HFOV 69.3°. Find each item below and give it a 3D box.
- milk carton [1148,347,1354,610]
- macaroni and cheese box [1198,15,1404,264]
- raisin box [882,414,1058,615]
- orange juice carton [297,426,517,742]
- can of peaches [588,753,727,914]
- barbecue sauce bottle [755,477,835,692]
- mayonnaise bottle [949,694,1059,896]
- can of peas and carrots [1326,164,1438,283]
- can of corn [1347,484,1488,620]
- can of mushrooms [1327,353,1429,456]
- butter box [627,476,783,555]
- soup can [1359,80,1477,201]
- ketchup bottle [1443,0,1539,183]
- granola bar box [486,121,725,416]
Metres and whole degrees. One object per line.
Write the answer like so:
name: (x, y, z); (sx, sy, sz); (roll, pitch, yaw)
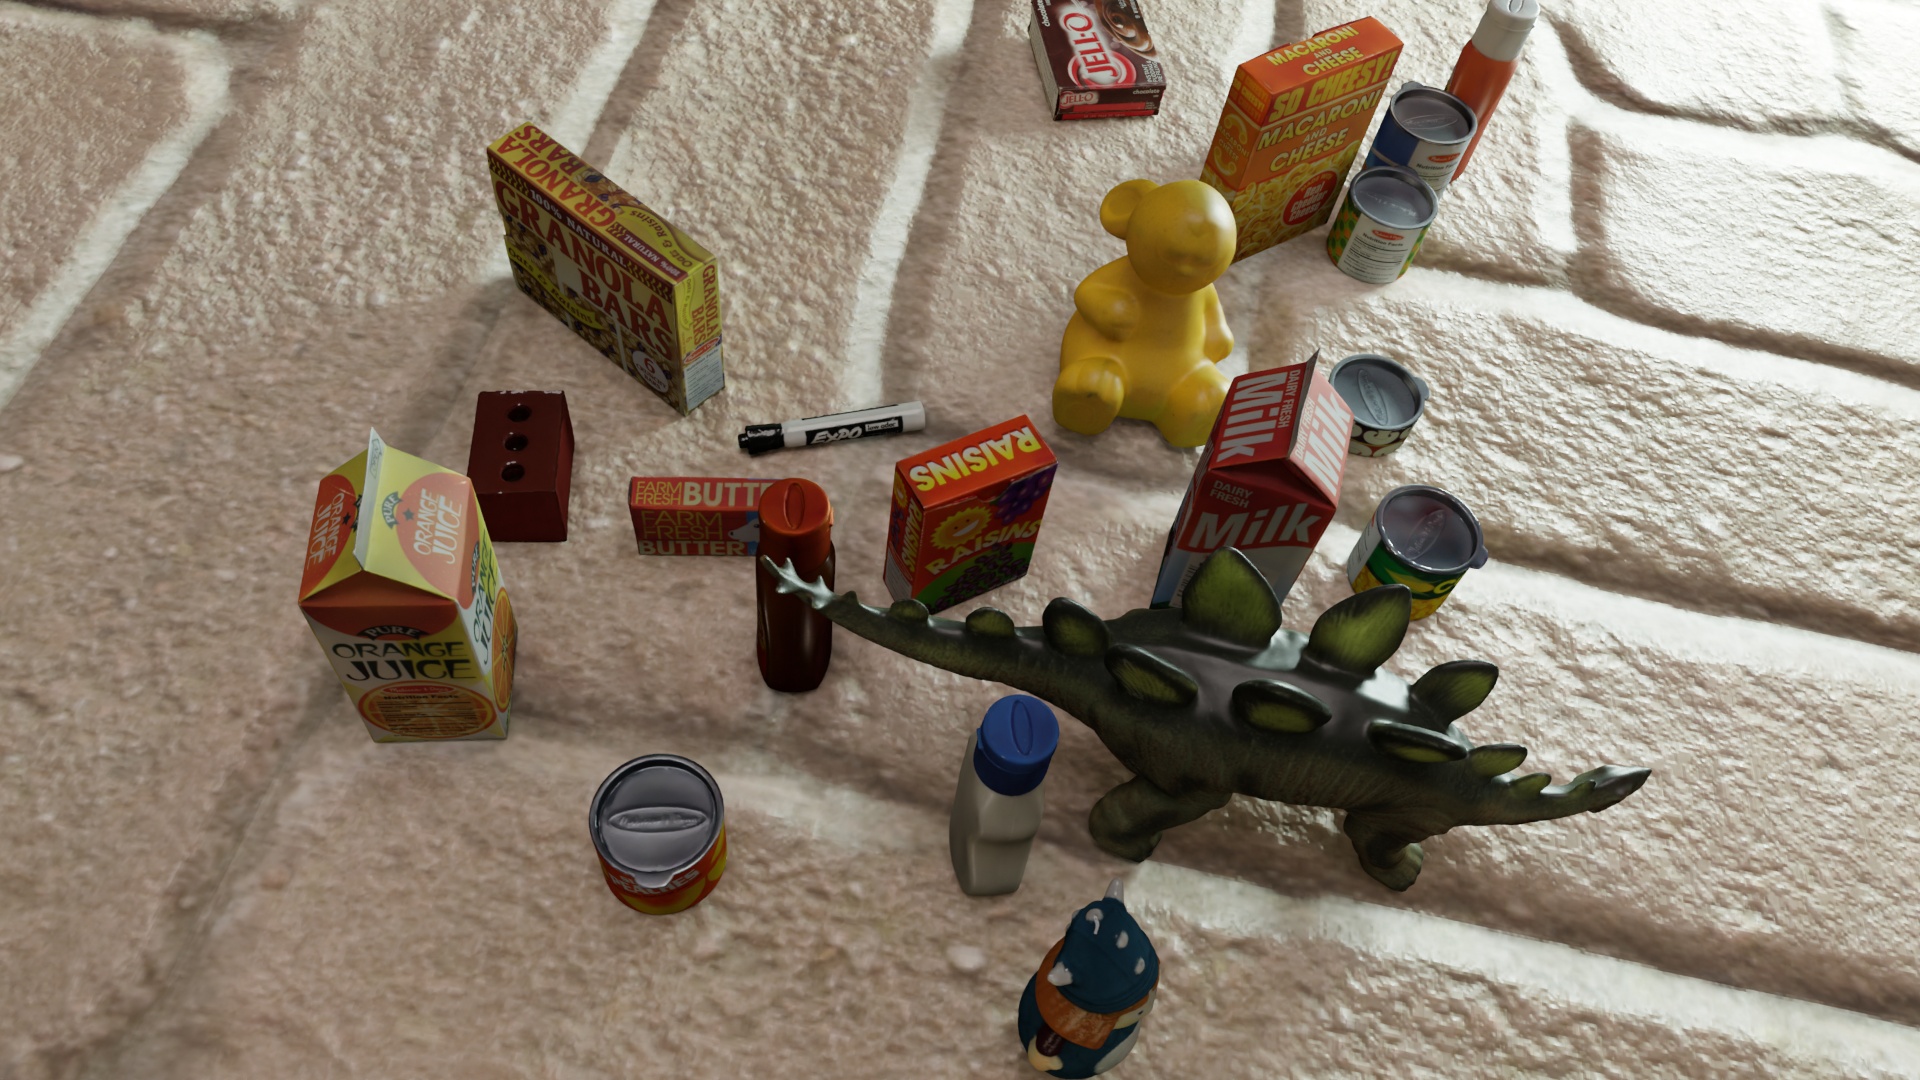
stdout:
milk carton: (0.169, -0.024, 0.793); (0.073, 0.189, 0.073); (18, 56, 5)
macaroni and cheese box: (0.231, -0.279, 0.988); (0.124, 0.165, 0.040); (-26, 63, -22)
raisin box: (0.003, -0.010, 0.803); (0.086, 0.122, 0.040); (-21, 61, -20)
orange juice carton: (-0.277, 0.029, 0.699); (0.073, 0.191, 0.072); (-1, 57, -8)
can of peaches: (-0.154, 0.154, 0.712); (0.071, 0.057, 0.071); (3, 56, -5)
barbecue sauce bottle: (-0.090, 0.023, 0.754); (0.044, 0.147, 0.065); (1, 56, -7)
mayonnaise bottle: (0.021, 0.127, 0.698); (0.041, 0.147, 0.065); (-1, 57, -8)
can of peas and carrots: (0.314, -0.236, 1.035); (0.071, 0.058, 0.071); (3, 56, -5)
can of corn: (0.284, 0.010, 0.865); (0.071, 0.058, 0.071); (3, 56, -5)
can of mushrooms: (0.281, -0.092, 0.949); (0.071, 0.033, 0.071); (3, 56, -5)
butter box: (-0.143, -0.014, 0.829); (0.103, 0.052, 0.024); (1, 56, -7)
soup can: (0.345, -0.295, 1.064); (0.071, 0.083, 0.072); (3, 56, -5)
ketchup bottle: (0.396, -0.349, 1.067); (0.043, 0.148, 0.065); (24, 57, 9)
granola bar box: (-0.224, -0.170, 0.881); (0.166, 0.123, 0.039); (37, 60, 17)
